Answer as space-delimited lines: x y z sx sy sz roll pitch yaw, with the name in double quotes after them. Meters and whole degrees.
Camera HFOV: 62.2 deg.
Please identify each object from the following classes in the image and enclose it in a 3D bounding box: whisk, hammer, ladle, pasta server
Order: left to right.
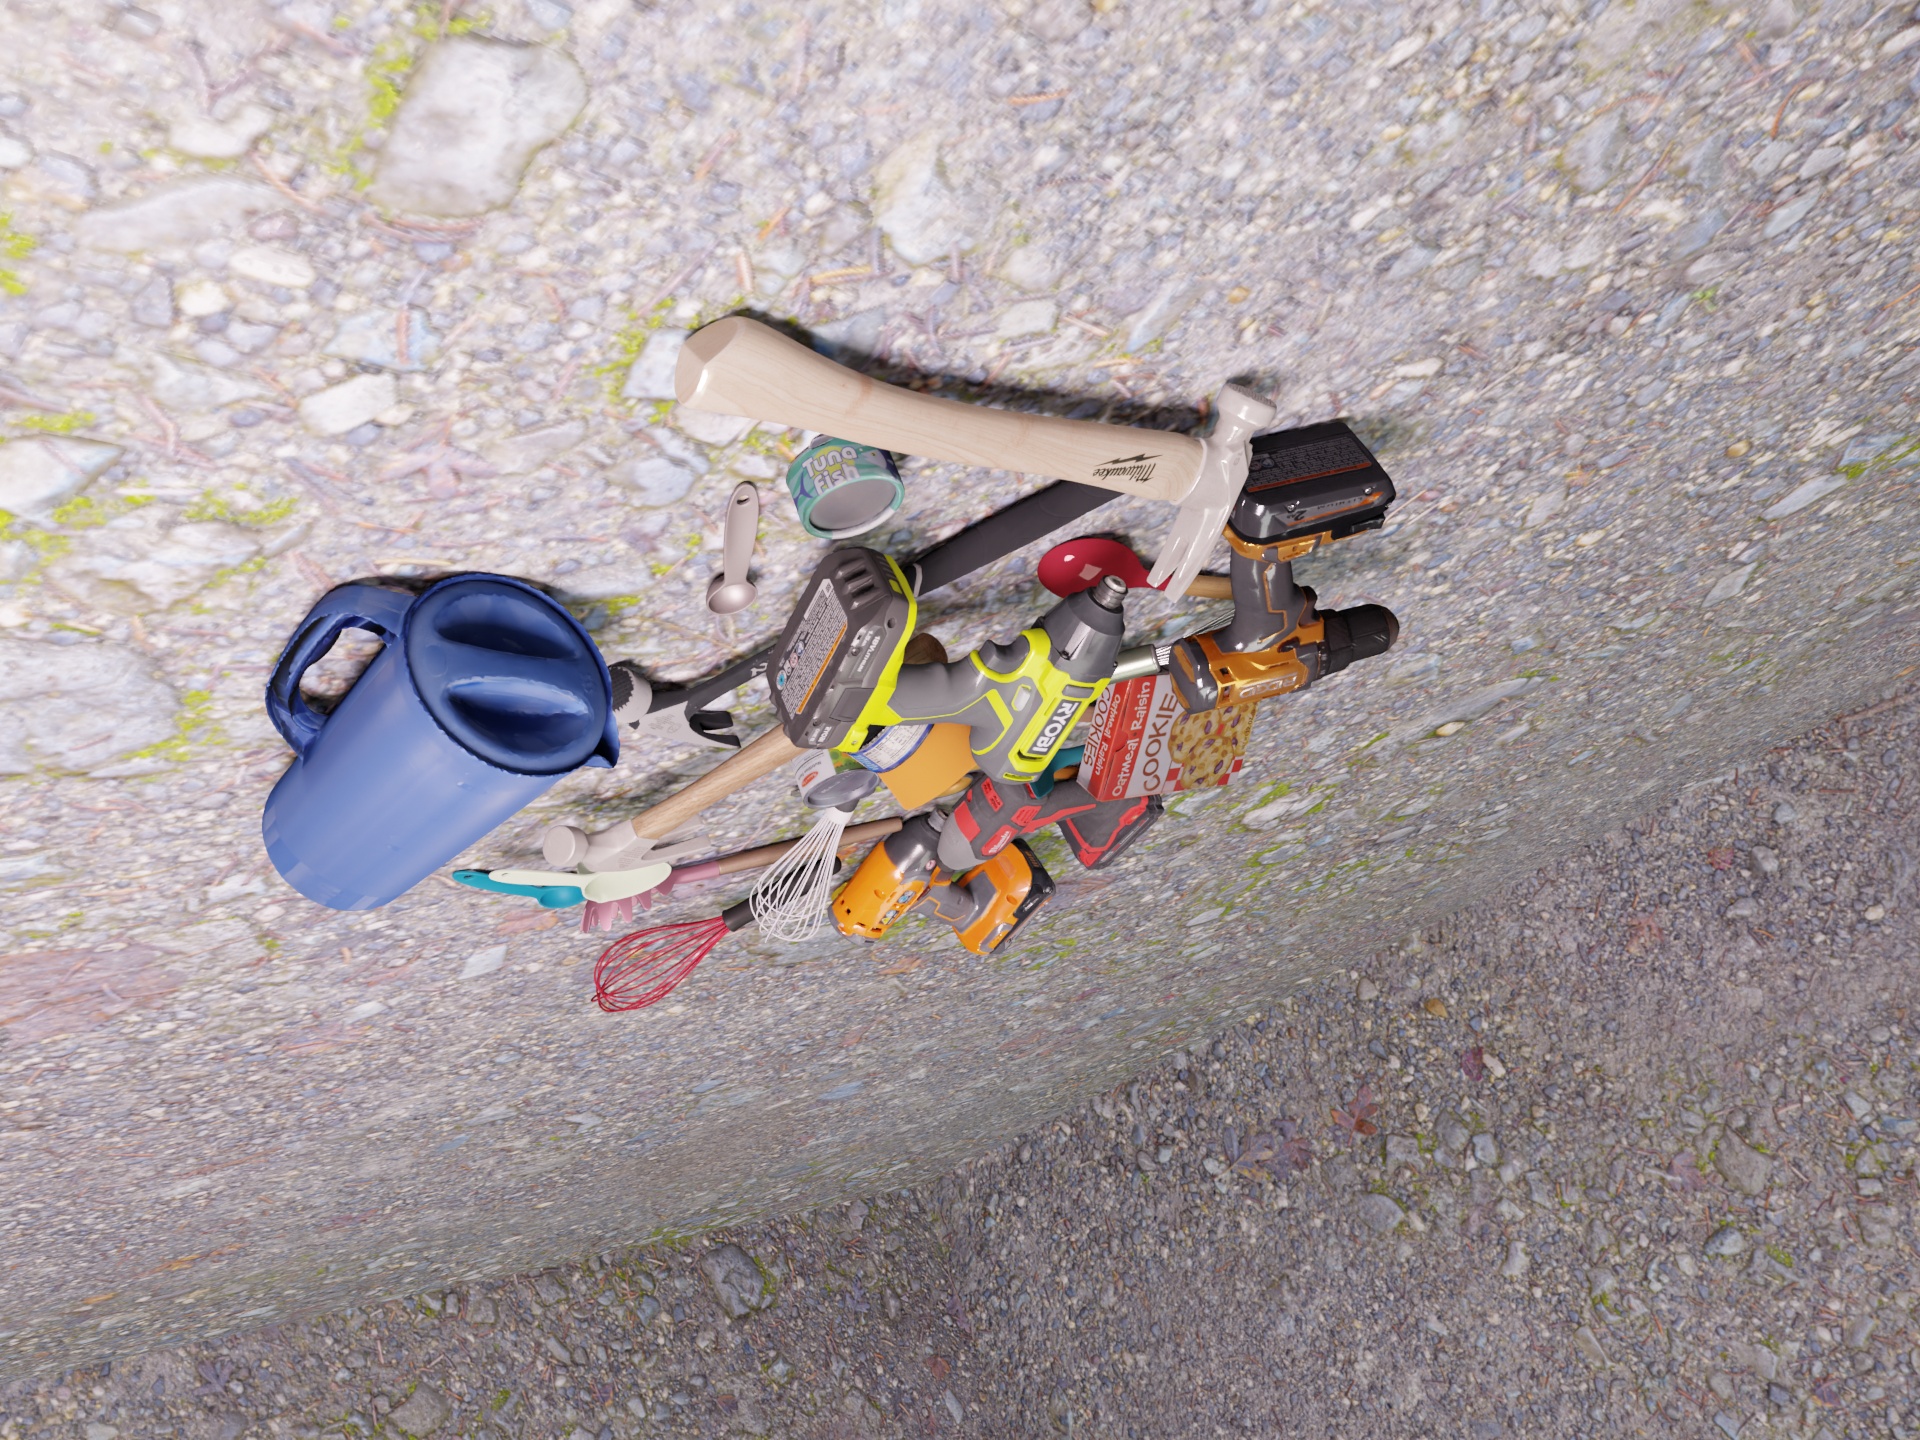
-0.240 0.202 1.539 0.296 0.073 0.073 -29 156 14 "whisk"
-0.197 0.137 1.465 0.316 0.040 0.060 -12 -178 -25 "pasta server"
-0.148 0.029 1.181 0.331 0.031 0.130 -31 160 20 "hammer"
-0.115 0.099 1.381 0.070 0.070 0.284 -3 138 -37 "whisk"
-0.046 -0.085 1.096 0.409 0.036 0.149 -27 158 12 "hammer"
0.017 -0.156 0.930 0.410 0.038 0.146 3 120 -39 "hammer"
0.169 -0.054 1.314 0.246 0.058 0.059 -15 140 13 "whisk"
0.178 -0.108 1.258 0.315 0.031 0.069 0 152 -46 "ladle"

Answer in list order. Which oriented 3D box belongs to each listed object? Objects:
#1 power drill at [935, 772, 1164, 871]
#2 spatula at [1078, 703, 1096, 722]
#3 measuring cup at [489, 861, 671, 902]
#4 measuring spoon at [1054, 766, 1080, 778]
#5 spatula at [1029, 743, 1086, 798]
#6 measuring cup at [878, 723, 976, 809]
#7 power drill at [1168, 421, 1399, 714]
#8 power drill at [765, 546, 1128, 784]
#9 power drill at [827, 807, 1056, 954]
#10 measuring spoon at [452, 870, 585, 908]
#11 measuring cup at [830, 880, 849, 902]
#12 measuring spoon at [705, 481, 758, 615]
0.079 0.094 1.531 0.219 0.079 0.143 0 142 -45 "power drill"
0.040 -0.012 1.358 0.315 0.018 0.059 5 150 -44 "spatula"
-0.317 0.116 1.312 0.167 0.038 0.083 8 144 -47 "measuring cup"
0.092 0.055 1.567 0.116 0.011 0.021 3 148 -46 "measuring spoon"
0.148 0.024 1.498 0.317 0.082 0.044 -7 161 -44 "spatula"
-0.002 -0.004 1.265 0.174 0.052 0.095 -48 -165 -32 "measuring cup"
0.256 -0.107 1.177 0.185 0.084 0.226 -14 140 -13 "power drill"
-0.001 -0.040 1.066 0.223 0.080 0.171 7 129 -35 "power drill"
-0.008 0.162 1.617 0.226 0.084 0.164 14 122 -47 "power drill"
-0.371 0.133 1.337 0.042 0.021 0.128 -33 146 29 "measuring spoon"
-0.062 0.165 1.660 0.156 0.029 0.062 -27 157 10 "measuring cup"
-0.140 -0.109 0.990 0.034 0.018 0.124 -12 149 -21 "measuring spoon"
